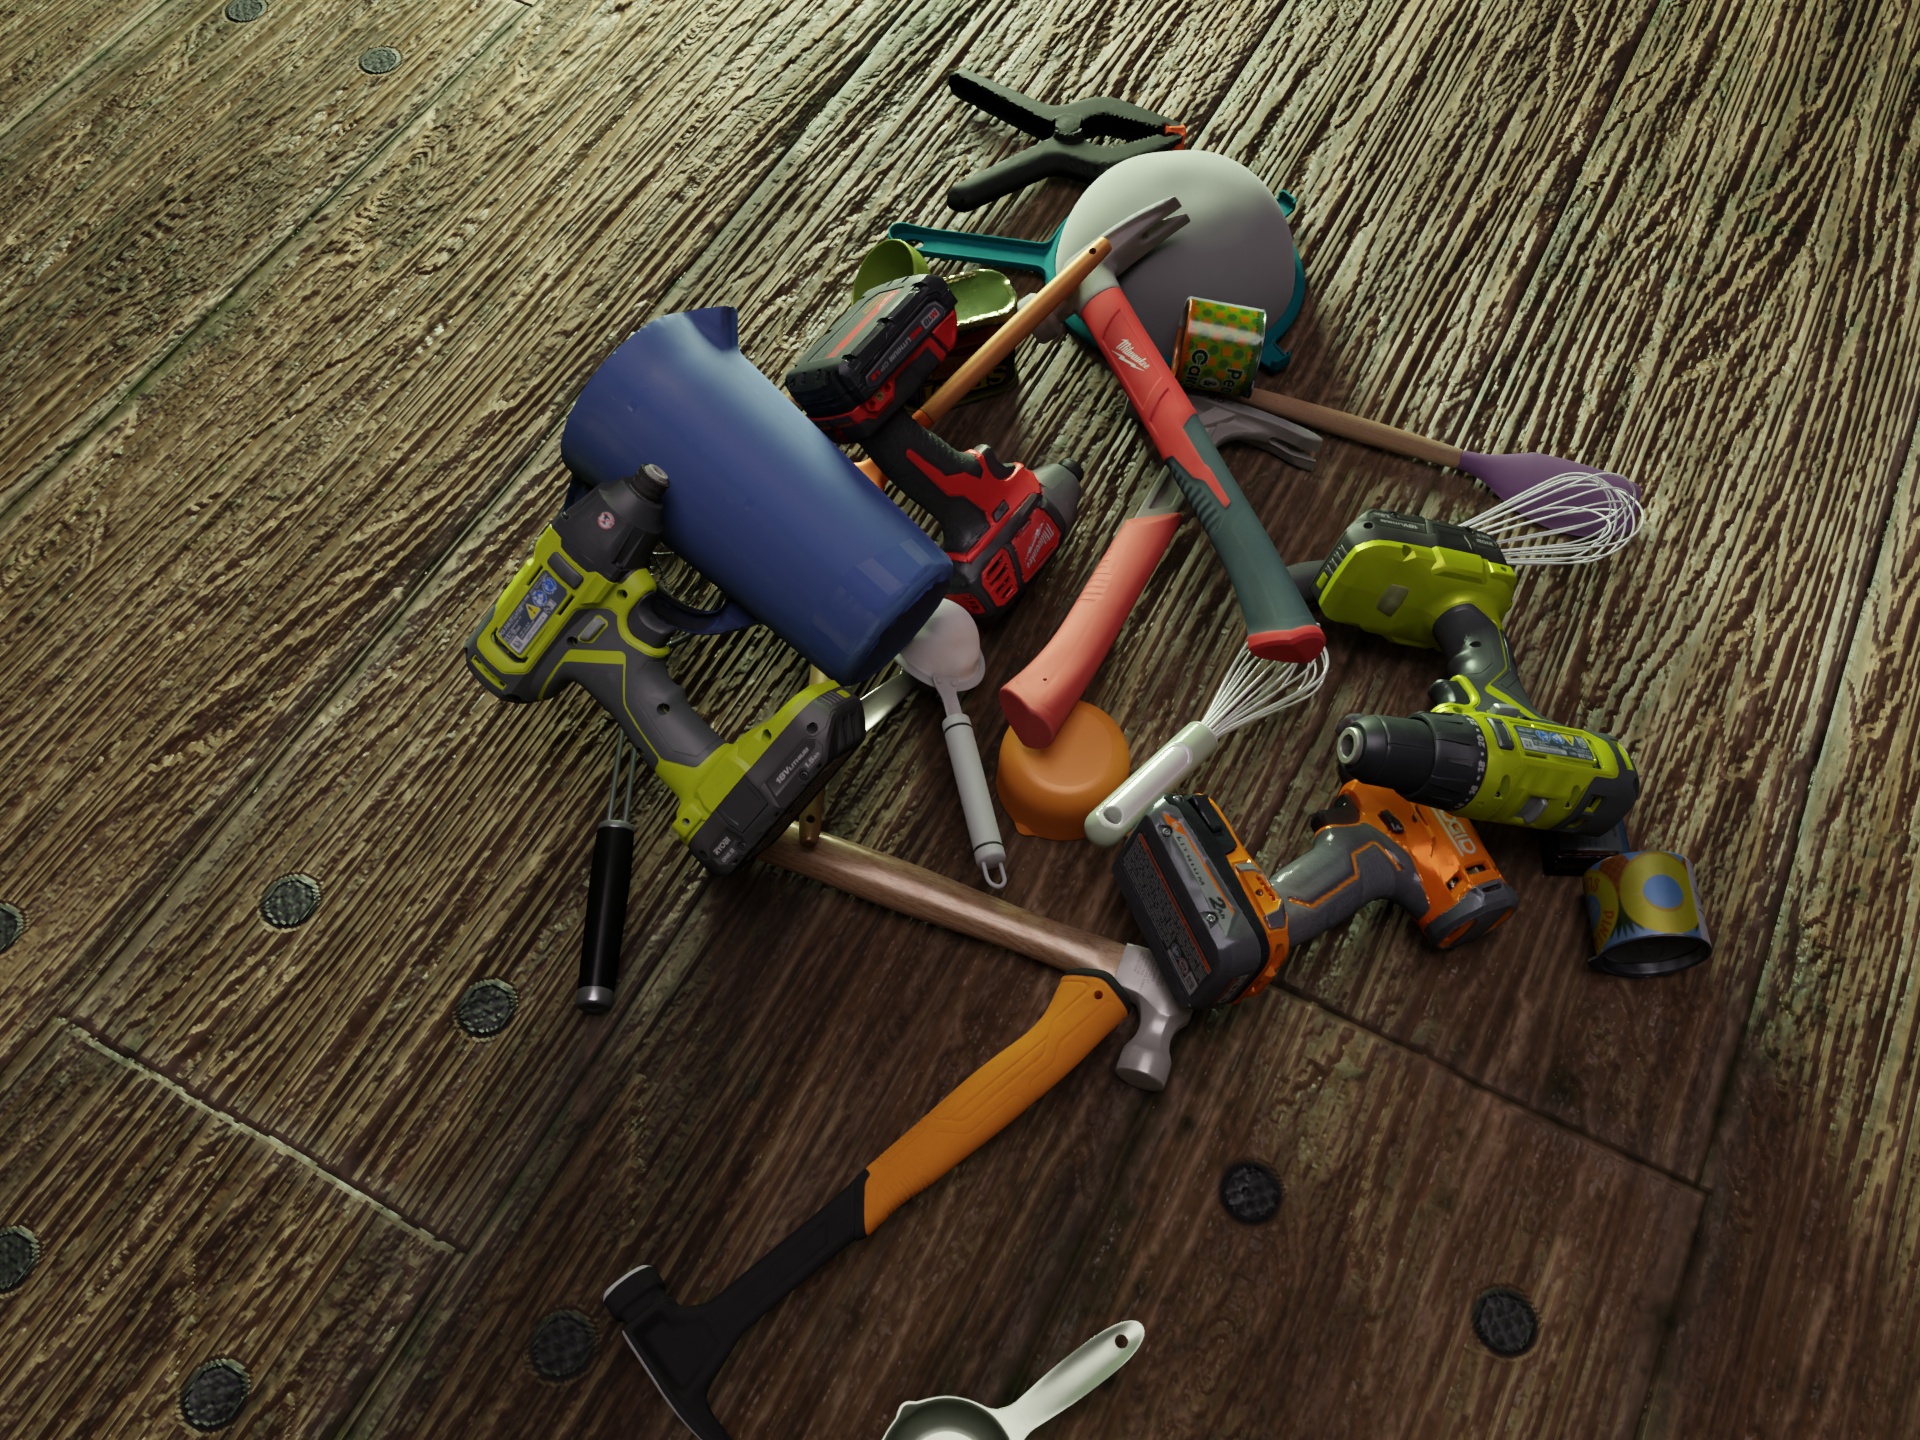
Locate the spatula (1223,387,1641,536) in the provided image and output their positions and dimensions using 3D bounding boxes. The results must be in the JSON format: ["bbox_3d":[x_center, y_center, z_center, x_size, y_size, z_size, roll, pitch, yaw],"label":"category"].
[{"bbox_3d":[0.350,-0.202,1.196,0.316,0.018,0.060,20,74,11],"label":"spatula"}]

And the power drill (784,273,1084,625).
[{"bbox_3d":[-0.004,-0.187,1.089,0.143,0.219,0.079,-50,29,-20],"label":"power drill"}]

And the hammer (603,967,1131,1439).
[{"bbox_3d":[-0.031,0.263,0.896,0.337,0.034,0.127,-38,66,-13],"label":"hammer"}]

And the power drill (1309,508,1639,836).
[{"bbox_3d":[0.305,-0.030,1.013,0.190,0.080,0.229,9,44,-19],"label":"power drill"}]

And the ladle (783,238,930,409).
[{"bbox_3d":[-0.135,-0.249,1.202,0.320,0.062,0.078,-47,39,-20],"label":"ladle"}]

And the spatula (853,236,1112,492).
[{"bbox_3d":[-0.009,-0.239,1.146,0.322,0.041,0.081,-45,71,-4],"label":"spatula"}]

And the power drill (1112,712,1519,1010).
[{"bbox_3d":[0.214,0.079,0.981,0.226,0.084,0.164,-11,59,-24],"label":"power drill"}]

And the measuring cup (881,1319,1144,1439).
[{"bbox_3d":[0.030,0.376,0.849,0.167,0.038,0.083,-30,64,-19],"label":"measuring cup"}]

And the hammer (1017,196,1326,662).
[{"bbox_3d":[0.166,-0.202,1.096,0.143,0.038,0.387,-34,56,16],"label":"hammer"}]

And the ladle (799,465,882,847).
[{"bbox_3d":[-0.091,-0.051,1.086,0.069,0.031,0.316,4,55,-2],"label":"ladle"}]

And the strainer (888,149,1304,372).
[{"bbox_3d":[0.111,-0.391,1.261,0.340,0.095,0.211,7,60,3],"label":"strainer"}]

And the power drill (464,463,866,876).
[{"bbox_3d":[-0.173,-0.030,0.963,0.223,0.080,0.171,43,108,4],"label":"power drill"}]

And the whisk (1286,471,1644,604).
[{"bbox_3d":[0.346,-0.123,1.131,0.284,0.070,0.070,-13,61,-2],"label":"whisk"}]

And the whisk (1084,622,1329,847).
[{"bbox_3d":[0.162,0.006,1.030,0.058,0.059,0.246,41,57,16],"label":"whisk"}]

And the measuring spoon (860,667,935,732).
[{"bbox_3d":[-0.053,-0.010,1.066,0.034,0.018,0.124,40,48,11],"label":"measuring spoon"}]

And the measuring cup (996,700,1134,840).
[{"bbox_3d":[0.101,0.050,1.028,0.174,0.052,0.095,32,65,19],"label":"measuring cup"}]

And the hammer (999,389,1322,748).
[{"bbox_3d":[0.129,-0.111,1.100,0.149,0.036,0.359,22,52,13],"label":"hammer"}]

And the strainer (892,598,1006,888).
[{"bbox_3d":[-0.002,-0.003,1.043,0.086,0.050,0.259,10,50,-33],"label":"strainer"}]

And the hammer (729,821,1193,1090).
[{"bbox_3d":[-0.007,0.113,1.004,0.331,0.031,0.130,19,62,11],"label":"hammer"}]

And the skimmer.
[{"bbox_3d":[-0.222,0.003,1.033,0.127,0.090,0.364,1,60,-2],"label":"skimmer"}]
